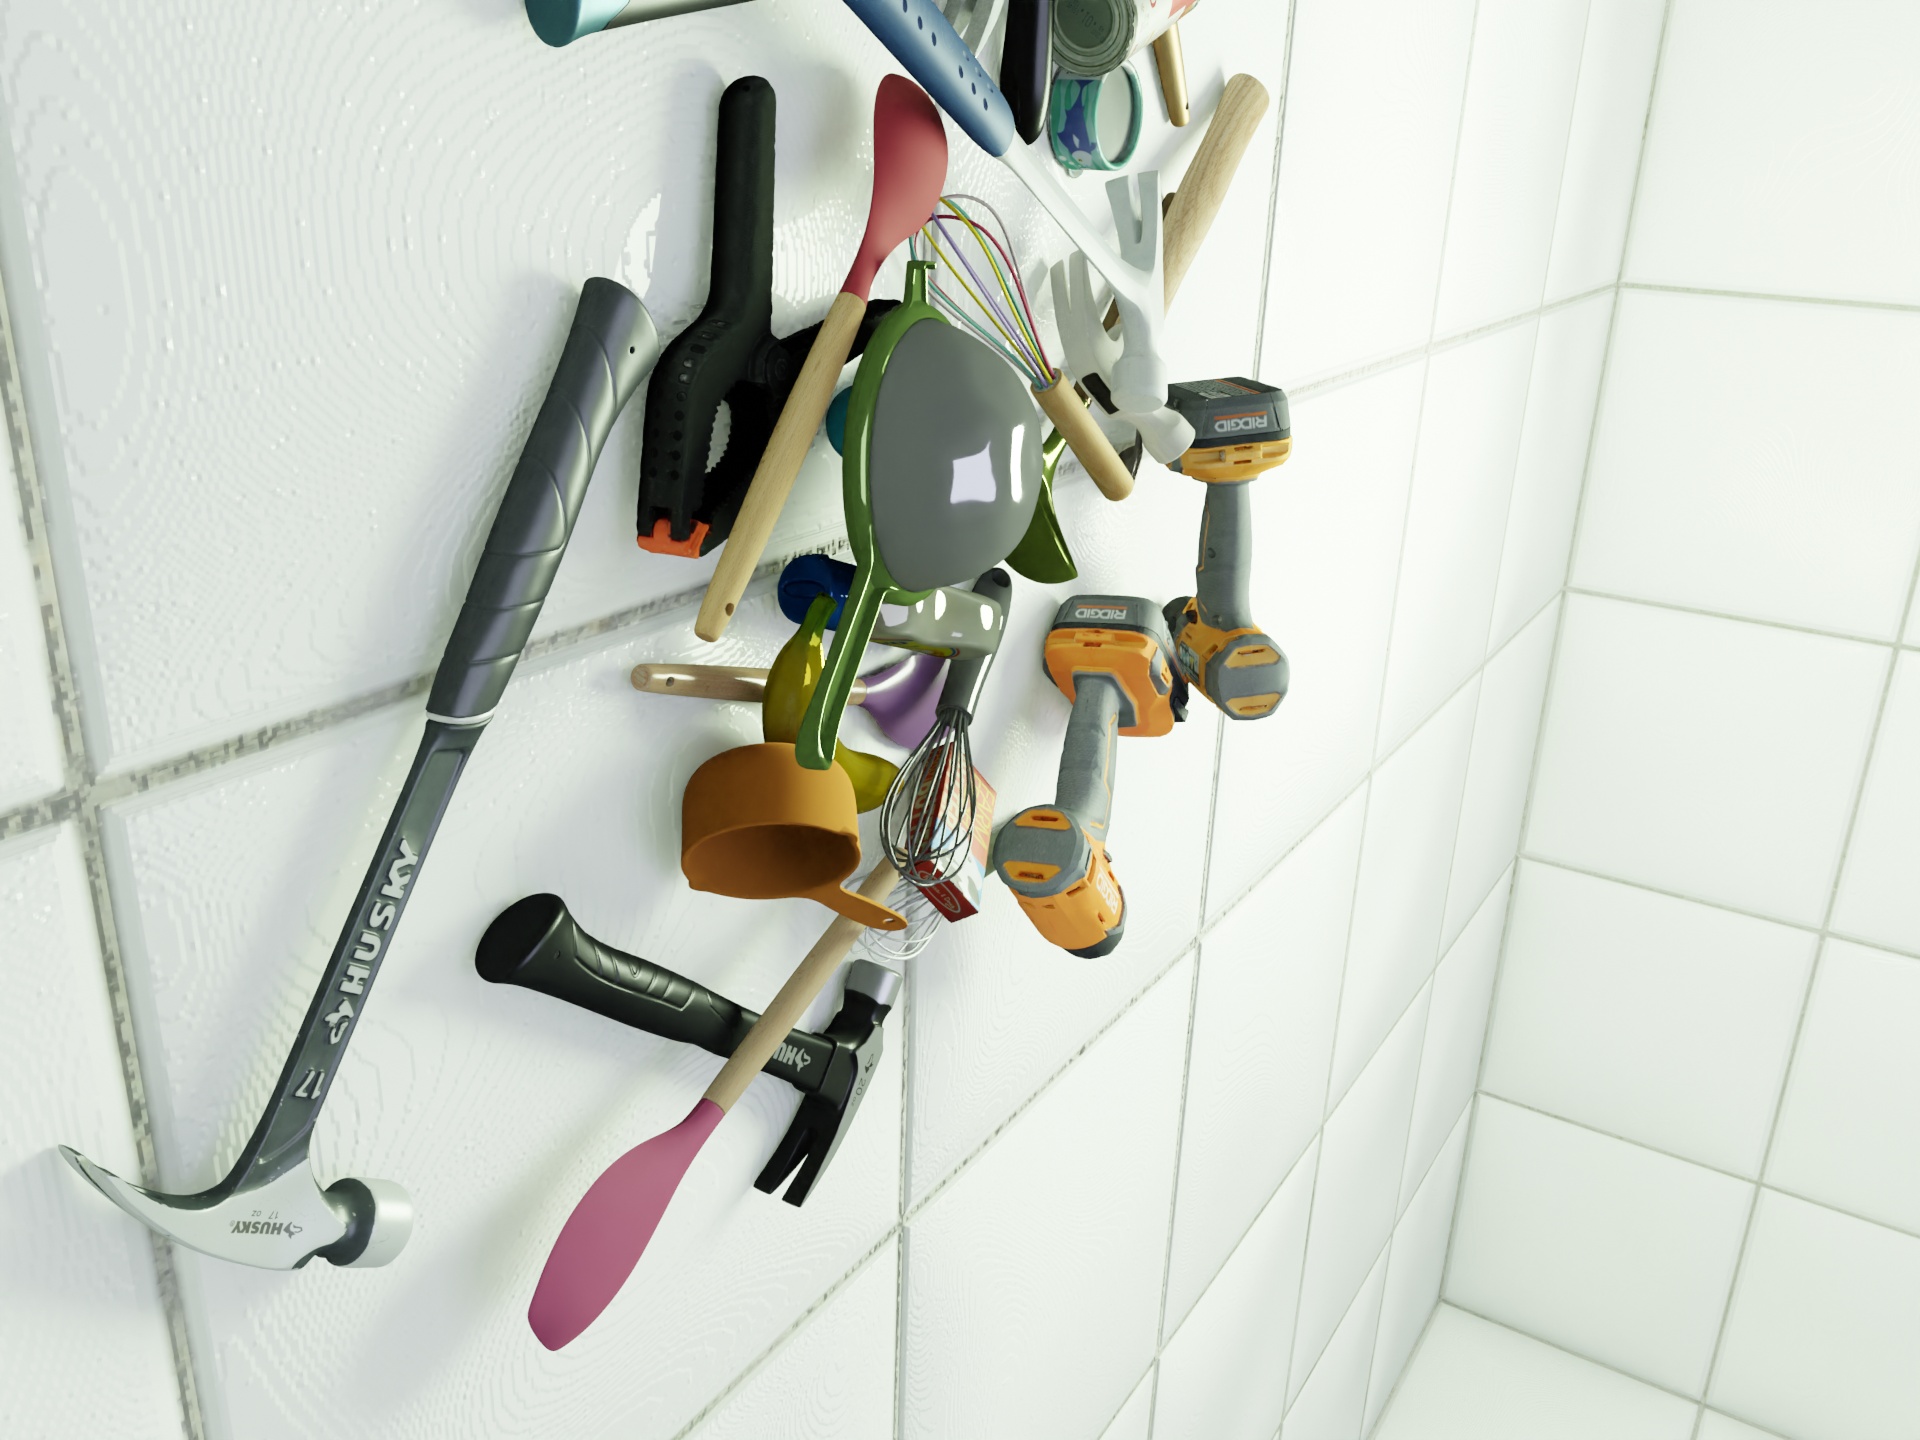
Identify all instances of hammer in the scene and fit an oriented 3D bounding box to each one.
[{"bbox_3d":[0.024,-0.295,0.800,0.405,0.035,0.144,24,65,-60],"label":"hammer"},{"bbox_3d":[-0.133,0.160,0.822,0.334,0.035,0.146,43,64,-57],"label":"hammer"},{"bbox_3d":[-0.068,-0.348,0.712,0.331,0.033,0.128,-40,134,-46],"label":"hammer"},{"bbox_3d":[-0.209,0.012,0.627,0.149,0.036,0.409,35,72,-58],"label":"hammer"},{"bbox_3d":[0.146,-0.327,1.058,0.130,0.031,0.331,41,55,-25],"label":"hammer"}]

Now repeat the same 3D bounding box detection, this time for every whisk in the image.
[{"bbox_3d":[0.043,-0.455,0.831,0.073,0.073,0.295,-37,139,-48],"label":"whisk"},{"bbox_3d":[0.000,-0.003,0.929,0.055,0.055,0.239,69,29,-46],"label":"whisk"},{"bbox_3d":[-0.002,0.096,1.017,0.057,0.059,0.246,-48,168,29],"label":"whisk"},{"bbox_3d":[0.040,-0.205,0.899,0.244,0.047,0.051,47,50,-42],"label":"whisk"}]

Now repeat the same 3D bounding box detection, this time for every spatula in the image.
[{"bbox_3d":[-0.072,-0.014,0.869,0.315,0.018,0.060,4,103,-61],"label":"spatula"}]

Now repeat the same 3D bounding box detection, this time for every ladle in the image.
[{"bbox_3d":[-0.061,-0.174,0.736,0.069,0.031,0.316,52,52,-54],"label":"ladle"},{"bbox_3d":[0.097,-0.225,1.031,0.320,0.062,0.078,-65,146,-23],"label":"ladle"}]

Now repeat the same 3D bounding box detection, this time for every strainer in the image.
[{"bbox_3d":[-0.012,-0.085,0.760,0.151,0.069,0.256,66,35,-54],"label":"strainer"}]

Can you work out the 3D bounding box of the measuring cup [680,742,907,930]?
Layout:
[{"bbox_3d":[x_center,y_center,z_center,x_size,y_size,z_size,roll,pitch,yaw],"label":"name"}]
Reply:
[{"bbox_3d":[-0.075,0.064,0.819,0.173,0.095,0.052,39,37,-54],"label":"measuring cup"}]

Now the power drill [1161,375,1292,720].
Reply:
[{"bbox_3d":[0.181,-0.130,1.152,0.185,0.084,0.226,-116,-161,-71],"label":"power drill"}]

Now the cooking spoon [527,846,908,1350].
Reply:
[{"bbox_3d":[-0.112,0.178,0.813,0.319,0.017,0.068,-53,144,-36],"label":"cooking spoon"}]

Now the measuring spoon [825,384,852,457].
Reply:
[{"bbox_3d":[-0.042,-0.180,0.855,0.129,0.021,0.042,-58,148,-45],"label":"measuring spoon"}]

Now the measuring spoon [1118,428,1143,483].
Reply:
[{"bbox_3d":[0.117,-0.208,1.087,0.124,0.018,0.034,92,17,-48],"label":"measuring spoon"}]

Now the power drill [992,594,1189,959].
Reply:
[{"bbox_3d":[0.094,0.047,1.085,0.164,0.084,0.227,58,42,-53],"label":"power drill"}]

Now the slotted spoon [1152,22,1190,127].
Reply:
[{"bbox_3d":[0.108,-0.495,0.959,0.070,0.031,0.313,-60,149,-25],"label":"slotted spoon"}]
